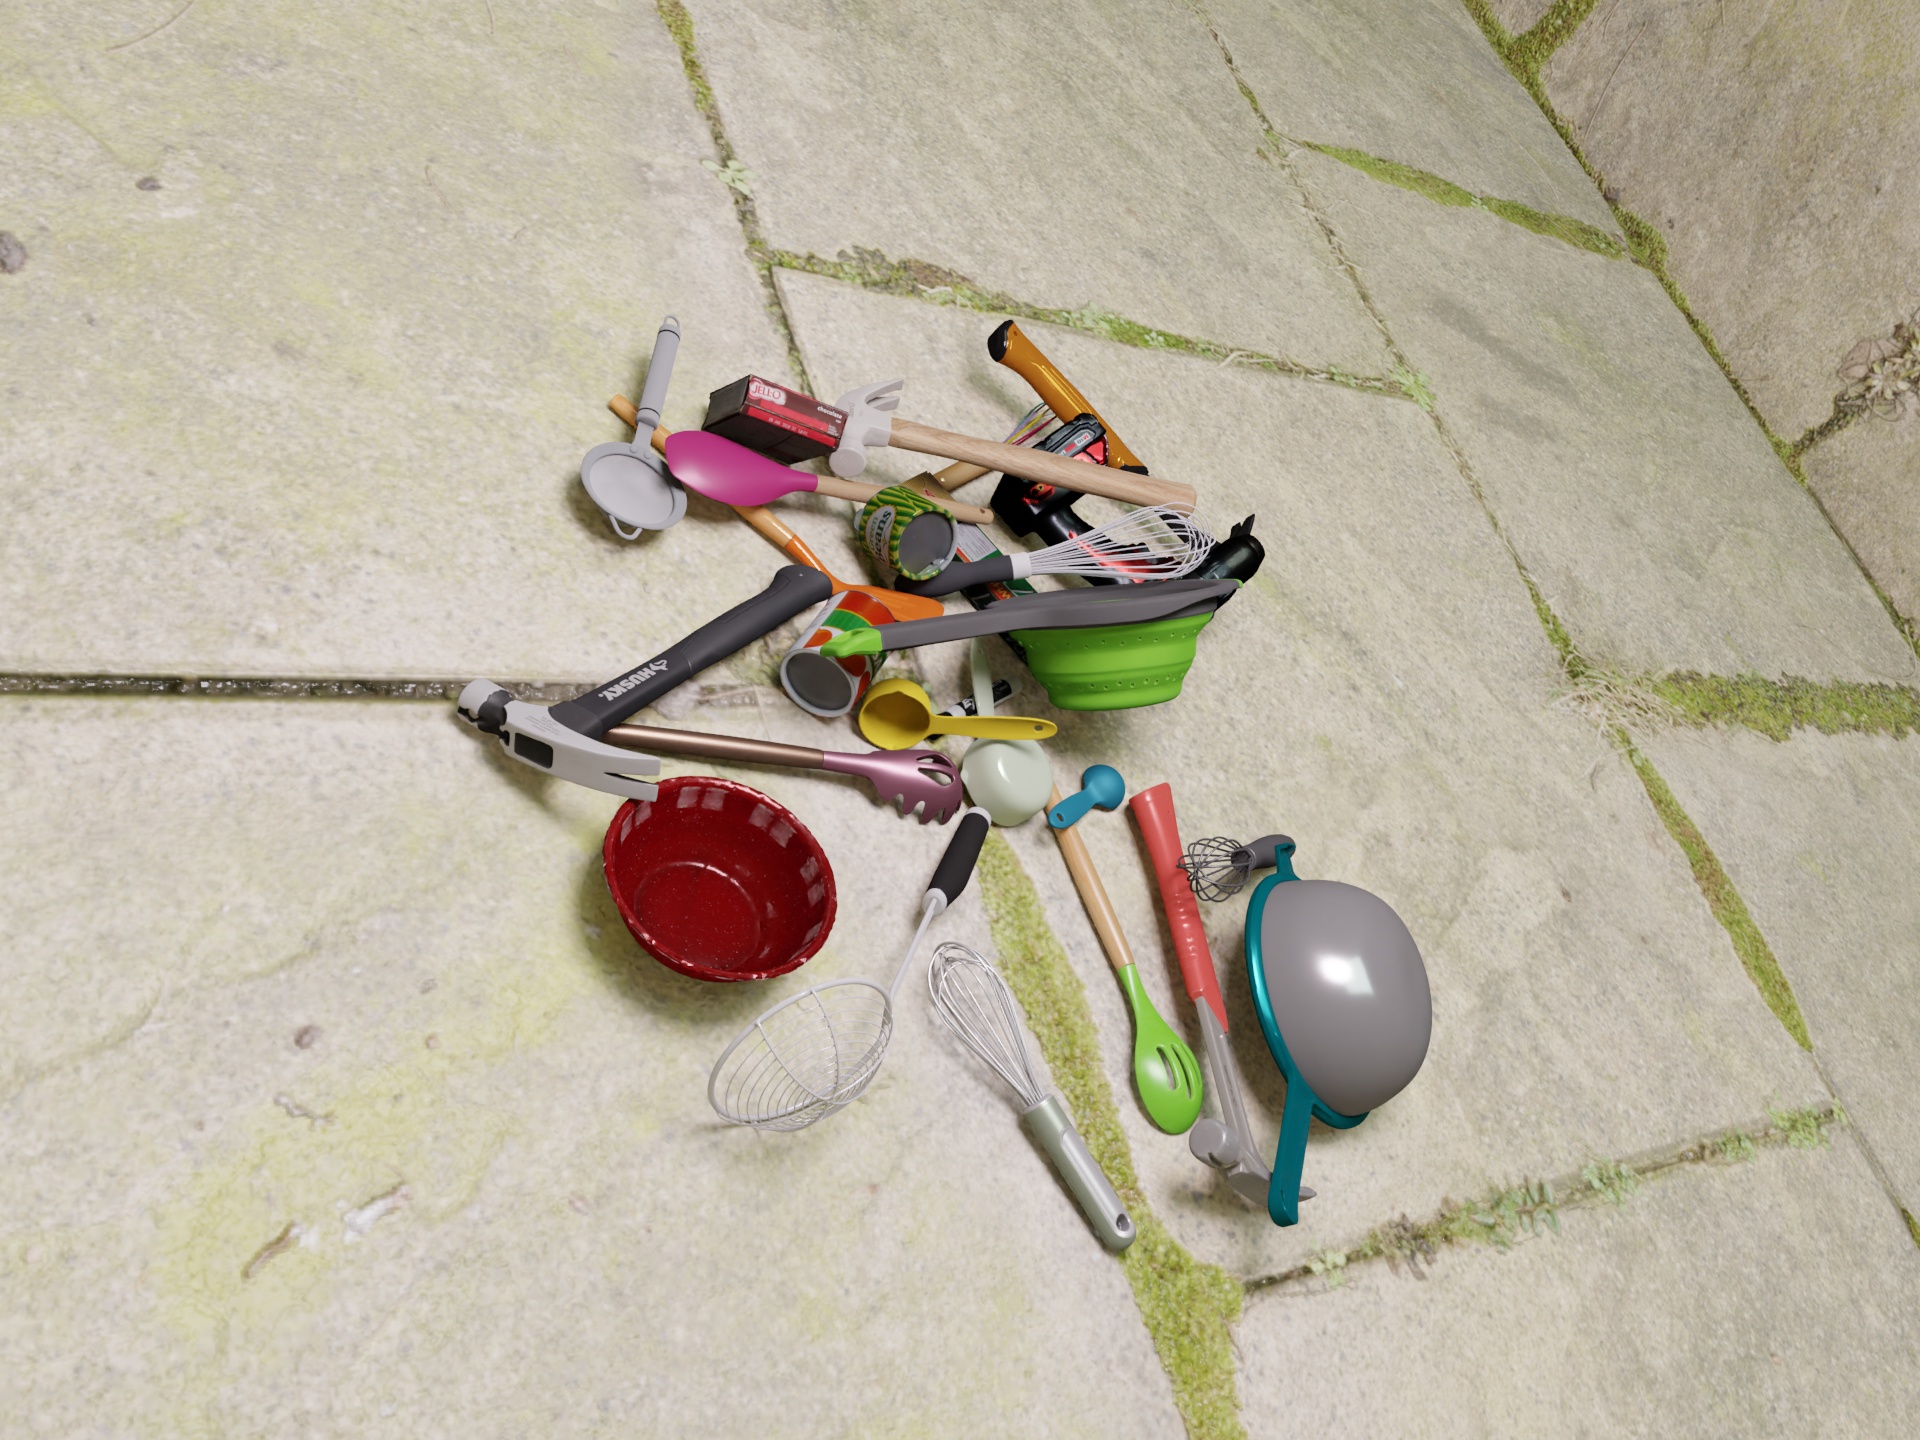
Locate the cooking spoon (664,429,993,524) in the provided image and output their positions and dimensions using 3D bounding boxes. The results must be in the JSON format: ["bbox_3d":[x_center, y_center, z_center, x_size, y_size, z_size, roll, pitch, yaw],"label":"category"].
[{"bbox_3d":[-0.101,-0.196,1.337,0.318,0.017,0.069,6,58,-36],"label":"cooking spoon"}]

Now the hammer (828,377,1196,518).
[{"bbox_3d":[0.048,-0.229,1.395,0.331,0.031,0.130,11,42,-11],"label":"hammer"}]

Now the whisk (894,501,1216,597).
[{"bbox_3d":[0.082,-0.139,1.379,0.284,0.070,0.070,-9,59,-6],"label":"whisk"}]

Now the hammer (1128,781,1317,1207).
[{"bbox_3d":[0.193,0.203,1.262,0.149,0.036,0.359,39,31,-42],"label":"hammer"}]

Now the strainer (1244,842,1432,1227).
[{"bbox_3d":[0.301,0.246,1.223,0.211,0.095,0.340,55,33,-18],"label":"strainer"}]

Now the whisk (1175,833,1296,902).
[{"bbox_3d":[0.241,0.116,1.338,0.055,0.055,0.239,58,25,15],"label":"whisk"}]

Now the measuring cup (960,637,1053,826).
[{"bbox_3d":[0.035,0.002,1.296,0.083,0.038,0.168,12,61,-43],"label":"measuring cup"}]

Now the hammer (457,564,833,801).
[{"bbox_3d":[-0.194,-0.044,1.163,0.146,0.035,0.335,26,35,18],"label":"hammer"}]

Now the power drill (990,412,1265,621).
[{"bbox_3d":[0.158,-0.173,1.478,0.188,0.080,0.227,-37,83,-19],"label":"power drill"}]

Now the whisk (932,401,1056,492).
[{"bbox_3d":[0.048,-0.269,1.539,0.051,0.047,0.245,50,46,5],"label":"whisk"}]

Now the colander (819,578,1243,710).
[{"bbox_3d":[0.062,-0.048,1.271,0.397,0.205,0.094,-11,100,-37],"label":"colander"}]

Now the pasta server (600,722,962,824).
[{"bbox_3d":[-0.132,0.030,1.184,0.316,0.040,0.060,8,53,-27],"label":"pasta server"}]

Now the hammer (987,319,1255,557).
[{"bbox_3d":[0.156,-0.268,1.570,0.336,0.034,0.127,44,54,-14],"label":"hammer"}]

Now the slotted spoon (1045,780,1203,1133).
[{"bbox_3d":[0.120,0.172,1.257,0.070,0.031,0.314,4,54,-42],"label":"slotted spoon"}]

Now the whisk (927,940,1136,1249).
[{"bbox_3d":[0.051,0.263,1.120,0.058,0.059,0.246,-26,80,-45],"label":"whisk"}]

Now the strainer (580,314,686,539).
[{"bbox_3d":[-0.251,-0.232,1.270,0.086,0.050,0.259,22,53,-23],"label":"strainer"}]

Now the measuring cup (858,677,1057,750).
[{"bbox_3d":[-0.002,-0.004,1.253,0.156,0.062,0.029,4,38,-6],"label":"measuring cup"}]

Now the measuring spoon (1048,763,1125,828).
[{"bbox_3d":[0.107,0.063,1.316,0.042,0.021,0.128,53,30,6],"label":"measuring spoon"}]

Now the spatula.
[{"bbox_3d":[-0.154,-0.170,1.311,0.322,0.041,0.081,39,19,-3],"label":"spatula"}]

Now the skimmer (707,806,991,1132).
[{"bbox_3d":[-0.061,0.148,1.104,0.090,0.127,0.363,25,33,3],"label":"skimmer"}]
